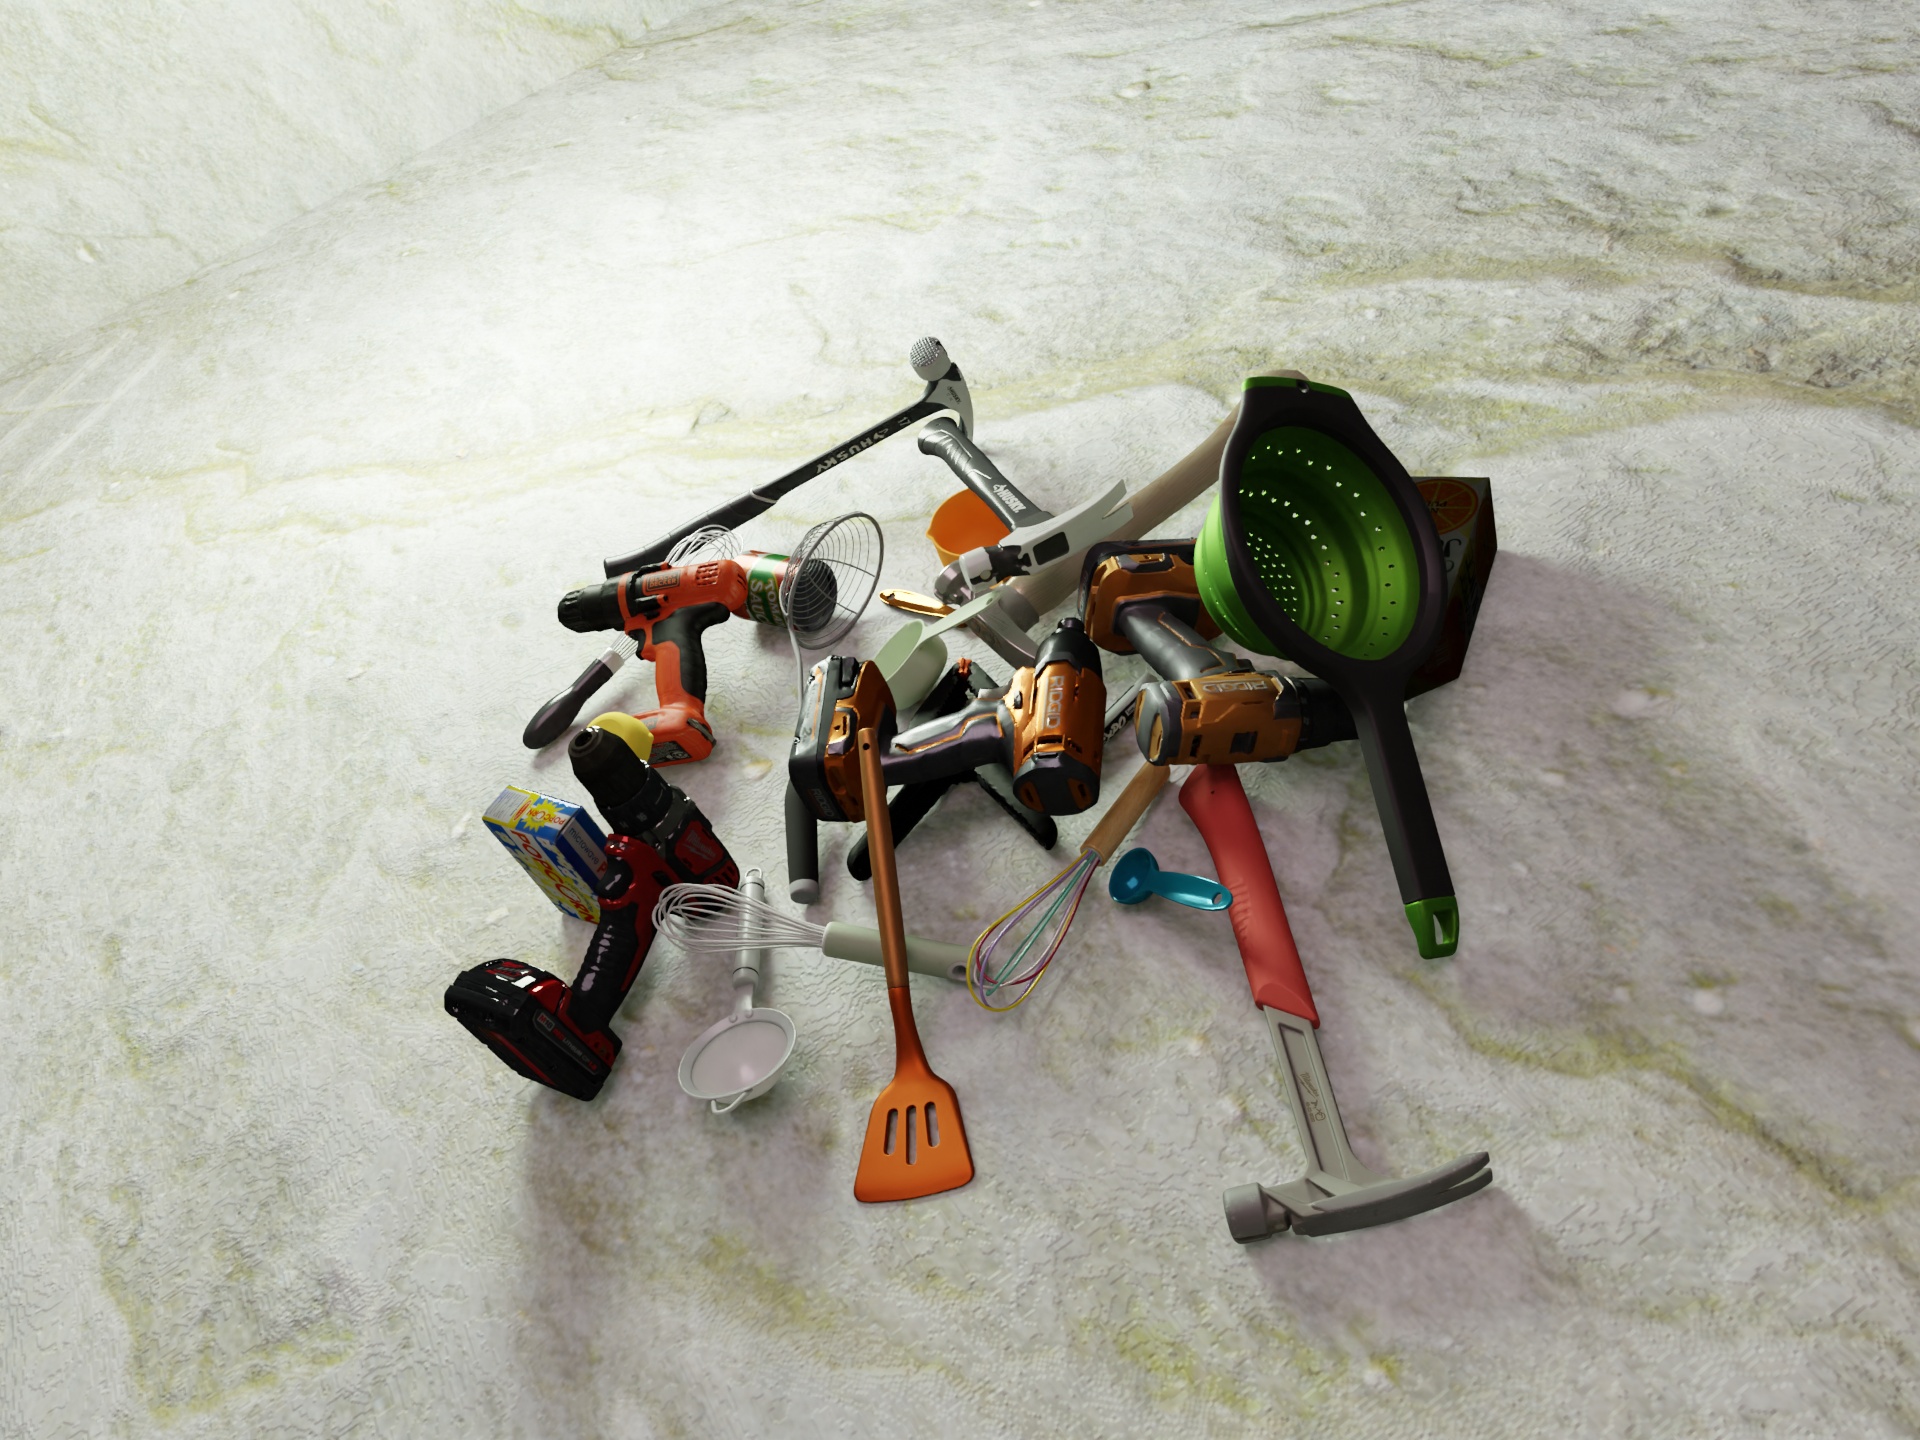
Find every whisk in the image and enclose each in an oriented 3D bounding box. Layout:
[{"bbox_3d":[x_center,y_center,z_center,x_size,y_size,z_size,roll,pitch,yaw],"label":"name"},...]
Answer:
[{"bbox_3d":[-0.302,-0.078,1.478,0.070,0.070,0.285,24,65,40],"label":"whisk"},{"bbox_3d":[-0.100,0.152,1.119,0.246,0.057,0.059,9,32,11],"label":"whisk"},{"bbox_3d":[0.079,0.107,1.112,0.047,0.051,0.245,33,56,13],"label":"whisk"}]

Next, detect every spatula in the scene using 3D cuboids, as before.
[{"bbox_3d":[-0.047,0.155,1.068,0.081,0.041,0.323,-13,70,12],"label":"spatula"}]

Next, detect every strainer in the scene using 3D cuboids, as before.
[{"bbox_3d":[-0.152,0.193,1.136,0.087,0.050,0.259,-16,36,8],"label":"strainer"}]

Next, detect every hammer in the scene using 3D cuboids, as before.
[{"bbox_3d":[0.030,-0.205,1.369,0.146,0.035,0.335,-23,30,-5],"label":"hammer"},{"bbox_3d":[-0.171,-0.227,1.543,0.409,0.149,0.036,-27,61,10],"label":"hammer"},{"bbox_3d":[0.209,0.154,1.013,0.149,0.036,0.359,-16,42,8],"label":"hammer"},{"bbox_3d":[0.173,-0.180,1.365,0.410,0.038,0.146,-39,67,-24],"label":"hammer"}]

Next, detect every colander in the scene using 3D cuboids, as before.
[{"bbox_3d":[0.244,-0.031,1.066,0.094,0.204,0.397,-30,67,52],"label":"colander"}]

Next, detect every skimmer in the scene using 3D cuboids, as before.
[{"bbox_3d":[-0.101,-0.016,1.301,0.090,0.127,0.364,-7,53,3],"label":"skimmer"}]

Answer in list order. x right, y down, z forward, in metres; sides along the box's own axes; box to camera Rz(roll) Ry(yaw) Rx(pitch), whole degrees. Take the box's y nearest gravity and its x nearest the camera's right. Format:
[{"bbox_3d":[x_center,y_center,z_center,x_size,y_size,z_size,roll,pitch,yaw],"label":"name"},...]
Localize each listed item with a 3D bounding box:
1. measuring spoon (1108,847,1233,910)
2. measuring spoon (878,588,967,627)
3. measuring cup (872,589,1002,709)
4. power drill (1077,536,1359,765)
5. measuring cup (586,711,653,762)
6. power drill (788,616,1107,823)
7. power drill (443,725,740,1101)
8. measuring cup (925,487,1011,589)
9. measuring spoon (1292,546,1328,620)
[{"bbox_3d":[0.146,0.114,1.067,0.129,0.021,0.042,9,69,60],"label":"measuring spoon"},{"bbox_3d":[-0.031,-0.099,1.412,0.117,0.011,0.021,20,56,42],"label":"measuring spoon"},{"bbox_3d":[-0.014,-0.059,1.288,0.167,0.038,0.083,-28,30,41],"label":"measuring cup"},{"bbox_3d":[0.197,-0.050,1.185,0.185,0.084,0.226,-4,37,-14],"label":"power drill"},{"bbox_3d":[-0.276,0.064,1.292,0.062,0.029,0.157,-20,64,14],"label":"measuring cup"},{"bbox_3d":[-0.002,-0.004,1.186,0.226,0.084,0.164,-5,51,17],"label":"power drill"},{"bbox_3d":[-0.266,0.134,1.143,0.080,0.187,0.227,8,54,36],"label":"power drill"},{"bbox_3d":[0.027,-0.128,1.387,0.095,0.052,0.174,-15,52,6],"label":"measuring cup"},{"bbox_3d":[0.272,-0.097,1.262,0.034,0.018,0.124,4,49,27],"label":"measuring spoon"}]
